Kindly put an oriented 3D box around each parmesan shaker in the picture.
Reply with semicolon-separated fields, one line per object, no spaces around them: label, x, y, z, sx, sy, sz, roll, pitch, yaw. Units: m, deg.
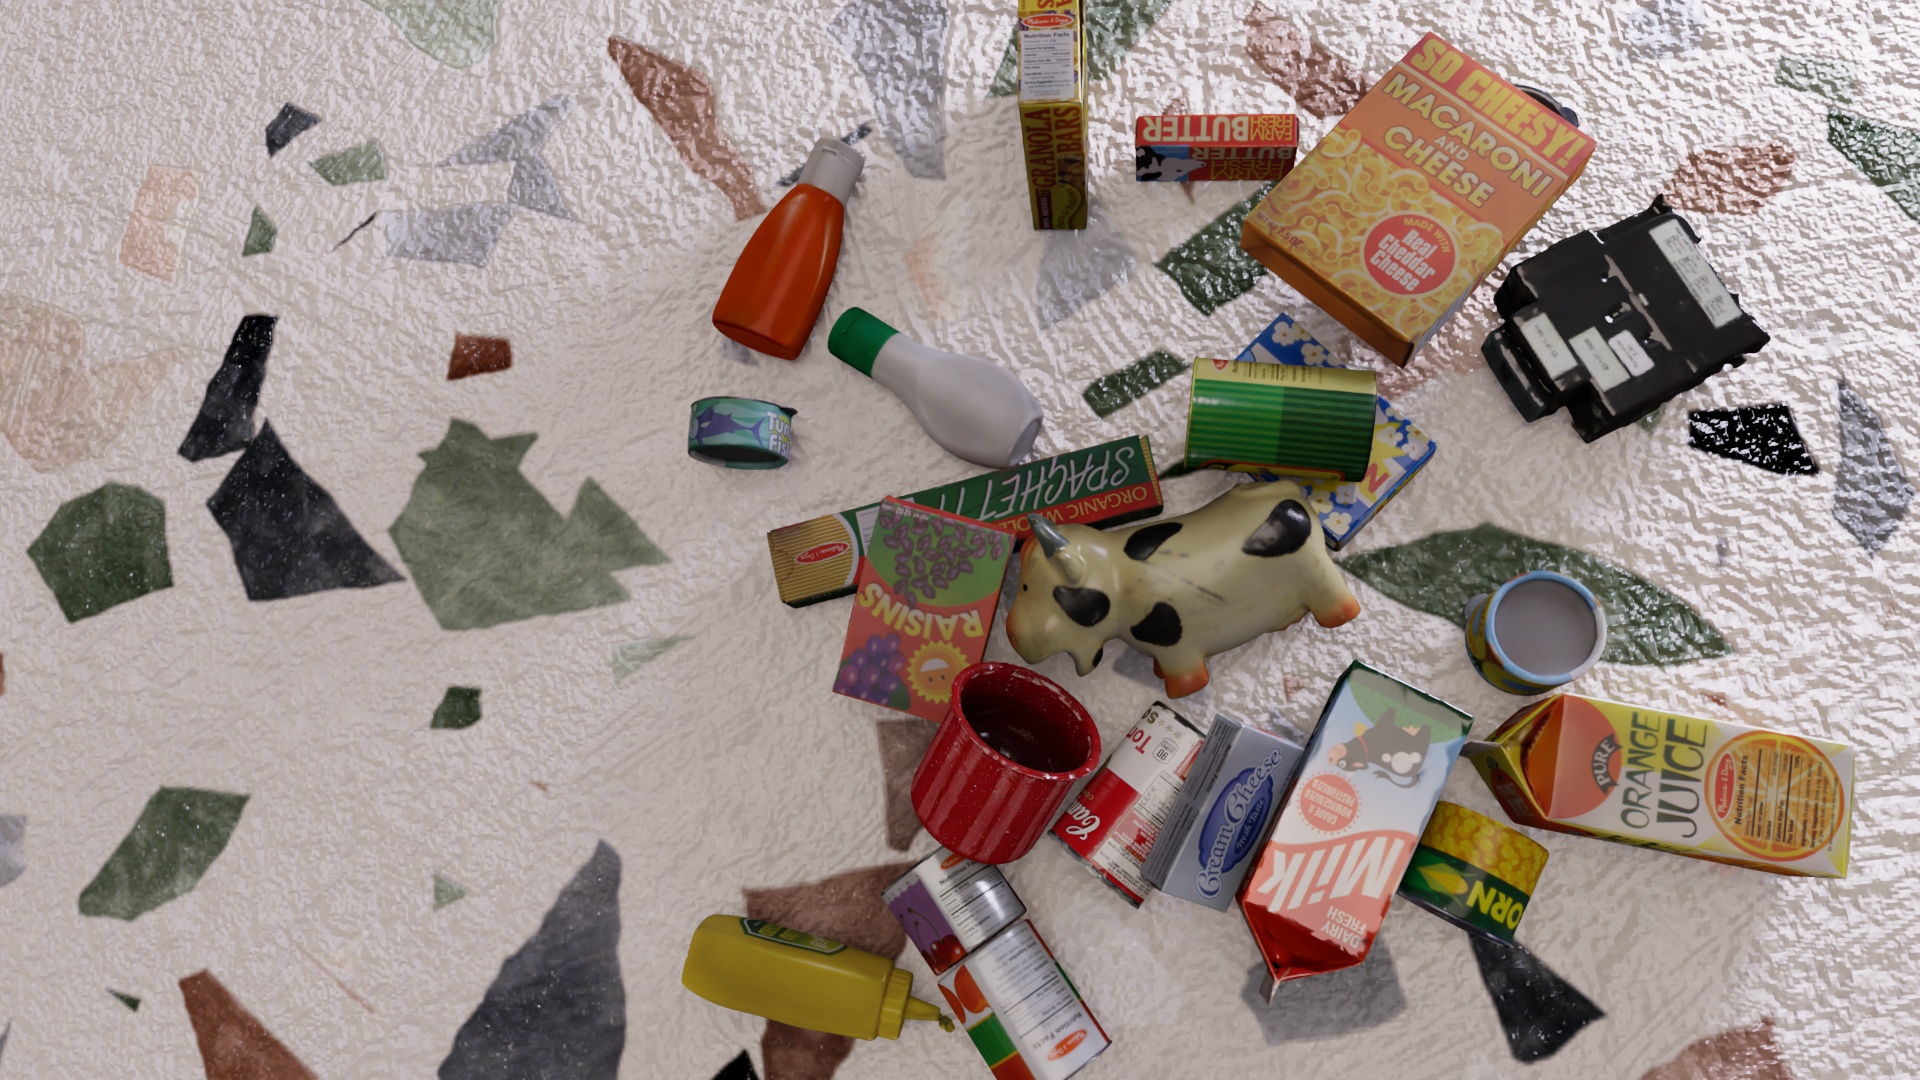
parmesan shaker;0.185;-0.069;0.807;0.103;0.071;0.071;6;78;10

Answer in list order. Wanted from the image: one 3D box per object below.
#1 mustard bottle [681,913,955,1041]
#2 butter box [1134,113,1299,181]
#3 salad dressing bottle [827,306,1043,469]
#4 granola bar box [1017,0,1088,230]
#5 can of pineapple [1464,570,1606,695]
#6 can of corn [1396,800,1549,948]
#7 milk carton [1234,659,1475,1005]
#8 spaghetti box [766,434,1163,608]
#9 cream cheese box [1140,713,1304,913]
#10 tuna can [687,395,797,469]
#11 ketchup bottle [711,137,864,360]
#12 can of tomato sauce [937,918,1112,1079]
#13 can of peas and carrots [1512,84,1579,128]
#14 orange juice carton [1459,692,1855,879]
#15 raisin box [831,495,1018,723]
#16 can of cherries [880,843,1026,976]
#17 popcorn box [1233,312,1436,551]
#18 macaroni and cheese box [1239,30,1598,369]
mustard bottle;-0.080;0.261;0.817;0.160;0.065;0.049;13;85;5
butter box;0.166;-0.255;0.903;0.103;0.053;0.024;2;80;9
salad dressing bottle;-0.018;-0.102;0.900;0.148;0.044;0.064;33;84;15
granola bar box;0.060;-0.286;0.868;0.039;0.165;0.124;-1;77;6
can of pineapple;0.330;0.054;0.804;0.071;0.057;0.071;-2;77;8
can of corn;0.287;0.186;0.774;0.071;0.071;0.058;26;82;13
milk carton;0.212;0.171;0.787;0.073;0.072;0.191;26;82;13
spaghetti box;0.003;-0.011;0.883;0.250;0.028;0.050;-14;76;5
cream cheese box;0.145;0.151;0.772;0.053;0.024;0.103;24;92;-30
tuna can;-0.140;-0.069;0.898;0.071;0.071;0.033;1;79;9
ketchup bottle;-0.110;-0.199;0.936;0.065;0.043;0.149;21;81;12
can of tomato sauce;0.035;0.271;0.795;0.071;0.071;0.083;-35;74;-1
can of peas and carrots;0.343;-0.242;0.871;0.071;0.058;0.071;-2;77;7
orange juice carton;0.376;0.132;0.772;0.193;0.071;0.073;10;79;10
raisin box;-0.022;0.043;0.848;0.086;0.040;0.123;15;95;2
can of cherries;-0.004;0.213;0.815;0.071;0.071;0.058;-37;76;-1
popcorn box;0.216;-0.067;0.859;0.085;0.038;0.127;-45;75;-2
macaroni and cheese box;0.266;-0.201;0.814;0.124;0.040;0.167;42;81;16
